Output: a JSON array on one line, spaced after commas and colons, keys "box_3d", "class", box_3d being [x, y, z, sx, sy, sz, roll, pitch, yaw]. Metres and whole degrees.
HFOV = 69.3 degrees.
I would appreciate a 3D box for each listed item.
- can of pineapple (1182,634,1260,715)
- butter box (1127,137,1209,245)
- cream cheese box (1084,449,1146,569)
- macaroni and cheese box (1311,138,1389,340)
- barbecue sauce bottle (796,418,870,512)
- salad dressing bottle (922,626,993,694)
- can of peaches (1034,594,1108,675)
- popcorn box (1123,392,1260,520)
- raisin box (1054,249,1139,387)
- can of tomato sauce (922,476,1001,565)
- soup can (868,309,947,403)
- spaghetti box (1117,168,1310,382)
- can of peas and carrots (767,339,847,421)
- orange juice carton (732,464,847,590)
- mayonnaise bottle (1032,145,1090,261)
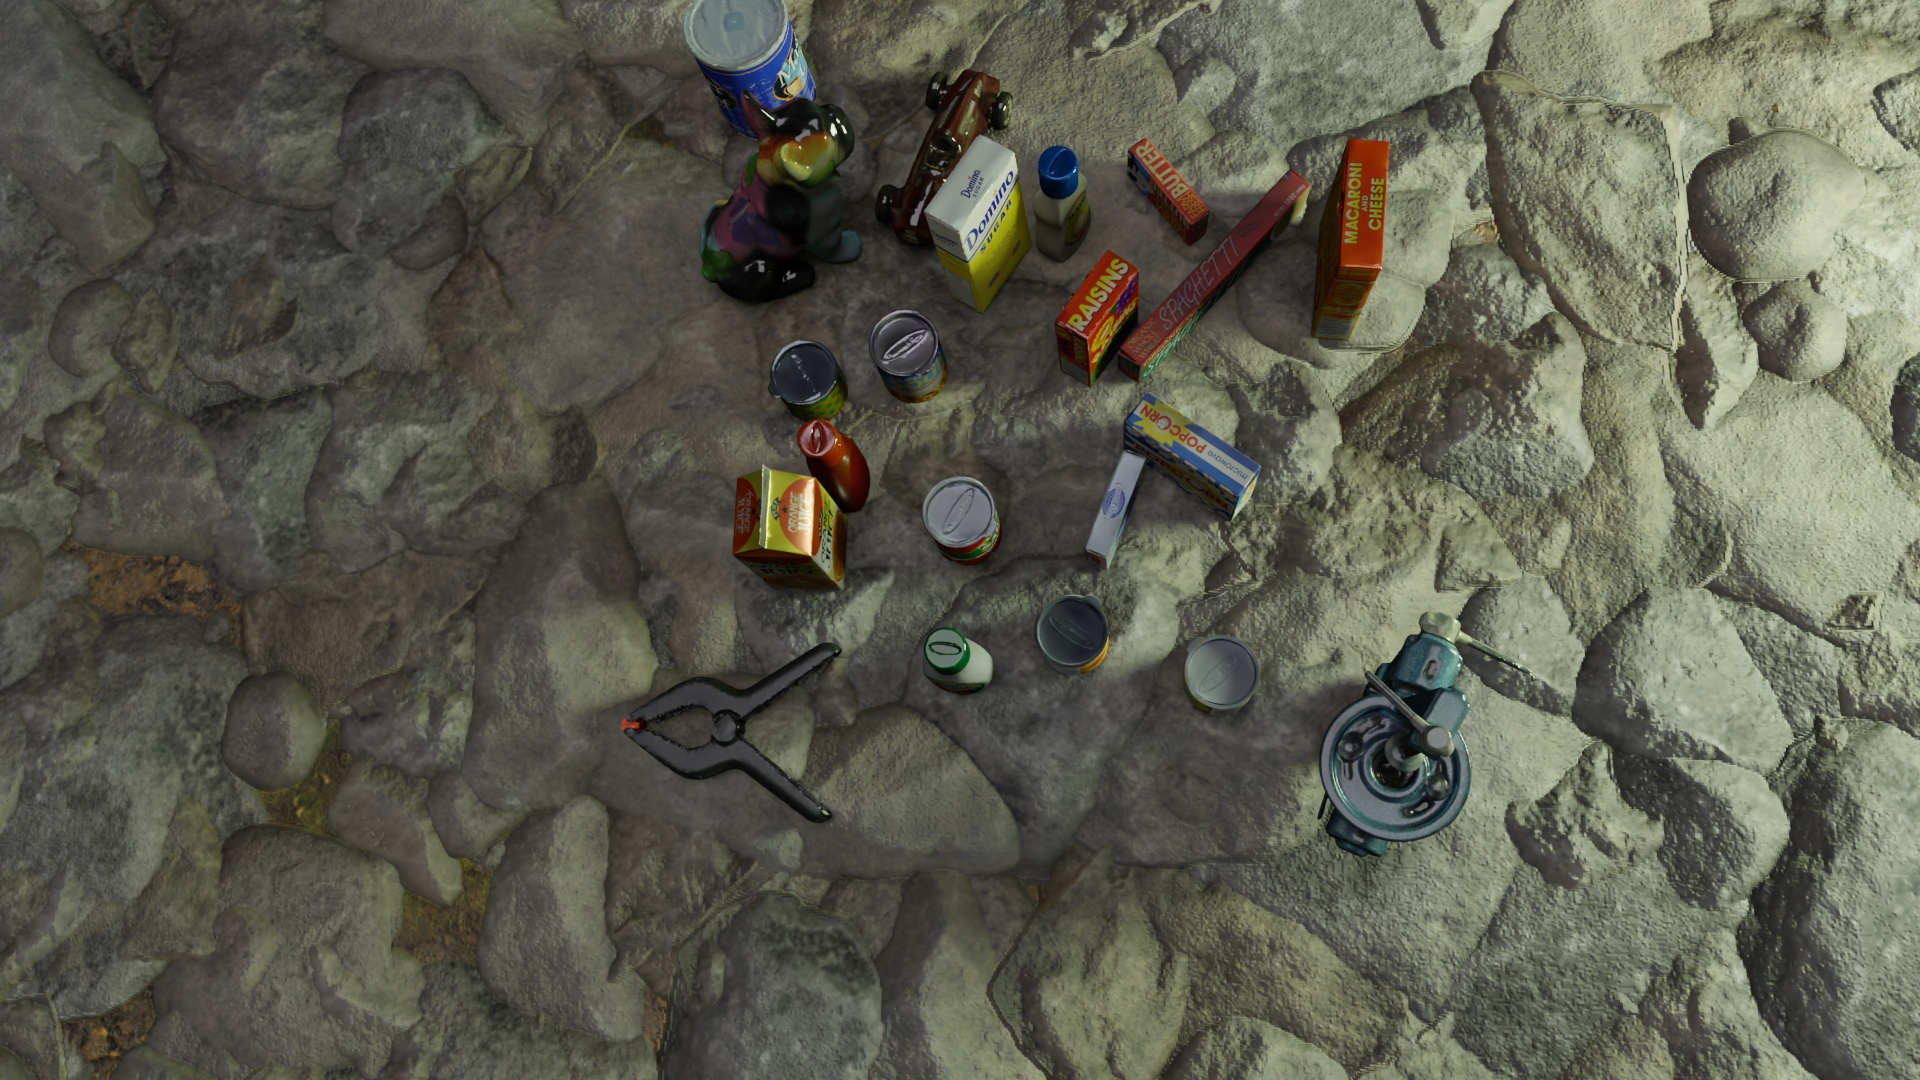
[{"box_3d": [0.232, 0.120, 1.244, 0.071, 0.057, 0.071, -1, 76, 6], "class": "can of pineapple"}, {"box_3d": [0.204, -0.343, 1.366, 0.024, 0.053, 0.103, -36, 75, -3], "class": "butter box"}, {"box_3d": [0.144, -0.028, 1.293, 0.024, 0.053, 0.104, 21, 79, 11], "class": "cream cheese box"}, {"box_3d": [0.355, -0.271, 1.273, 0.040, 0.166, 0.124, 6, 77, 8], "class": "macaroni and cheese box"}, {"box_3d": [-0.117, -0.073, 1.284, 0.044, 0.148, 0.065, -1, 76, 6], "class": "barbecue sauce bottle"}, {"box_3d": [-0.006, 0.106, 1.227, 0.064, 0.147, 0.044, 7, 77, 8], "class": "salad dressing bottle"}, {"box_3d": [0.104, 0.085, 1.267, 0.071, 0.058, 0.071, -1, 76, 6], "class": "can of peaches"}, {"box_3d": [0.212, -0.076, 1.281, 0.127, 0.085, 0.038, 36, 83, 13], "class": "popcorn box"}, {"box_3d": [0.129, -0.207, 1.303, 0.040, 0.123, 0.086, 35, 82, 13], "class": "raisin box"}, {"box_3d": [0.005, -0.016, 1.290, 0.071, 0.083, 0.071, -1, 76, 6], "class": "can of tomato sauce"}, {"box_3d": [-0.048, -0.173, 1.335, 0.071, 0.083, 0.071, -1, 76, 6], "class": "soup can"}, {"box_3d": [0.244, -0.254, 1.341, 0.029, 0.050, 0.250, 42, 84, 14], "class": "spaghetti box"}, {"box_3d": [-0.149, -0.153, 1.354, 0.071, 0.058, 0.071, -1, 76, 6], "class": "can of peas and carrots"}, {"box_3d": [-0.155, -0.008, 1.249, 0.073, 0.192, 0.072, 0, 77, 7], "class": "orange juice carton"}, {"box_3d": [0.096, -0.323, 1.324, 0.041, 0.148, 0.065, 32, 82, 13], "class": "mayonnaise bottle"}]
